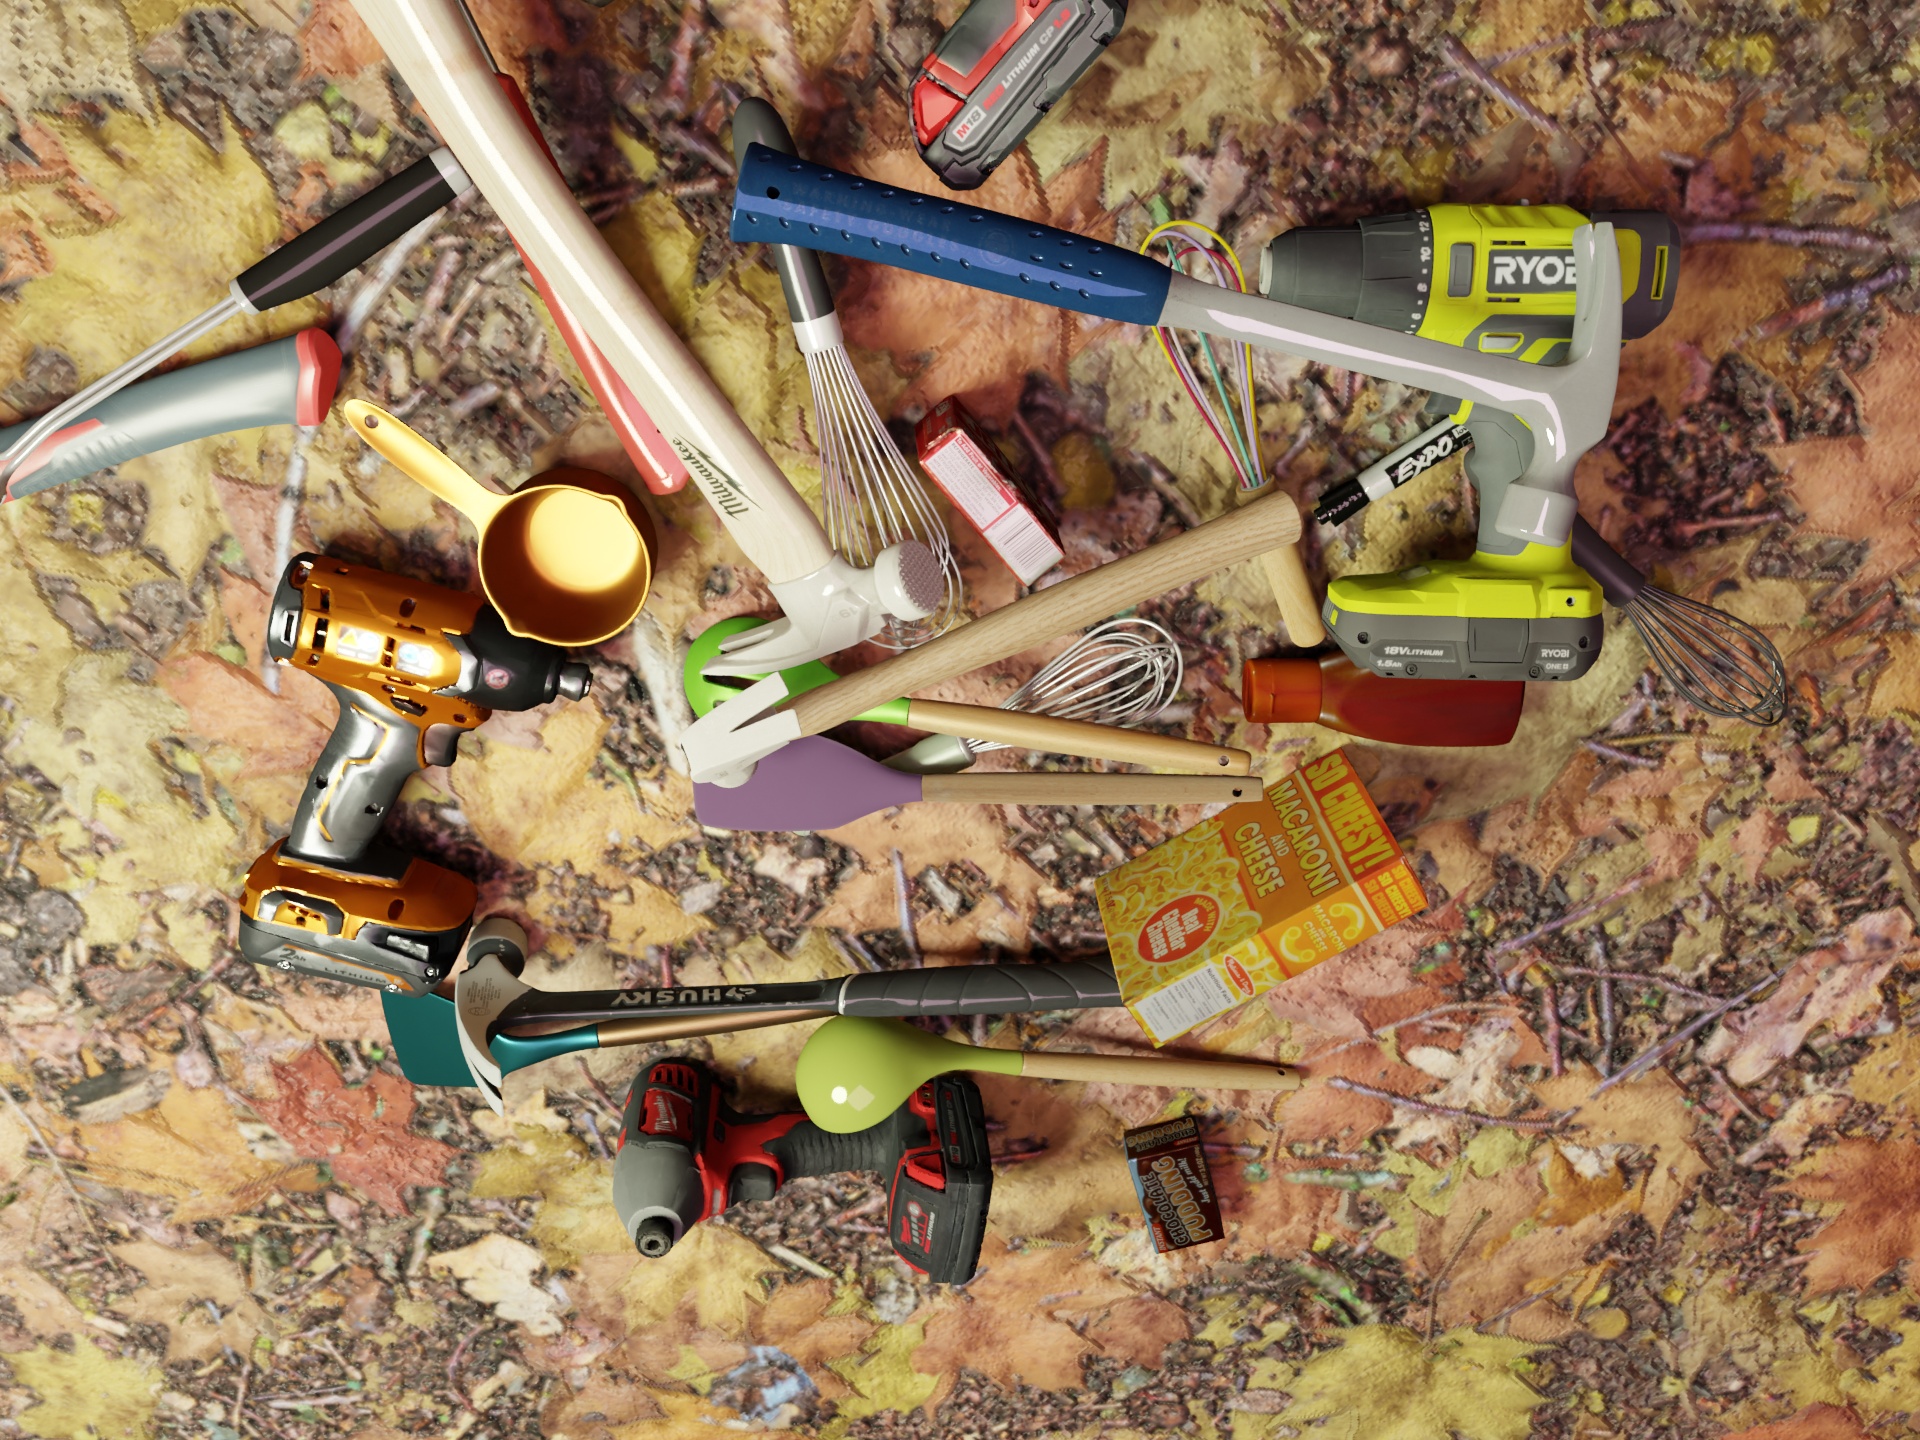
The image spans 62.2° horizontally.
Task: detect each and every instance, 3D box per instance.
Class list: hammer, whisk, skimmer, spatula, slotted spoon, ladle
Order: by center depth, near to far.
[{"bbox_3d":[0.102,-0.192,0.709,0.405,0.035,0.144,12,101,-7],"label":"hammer"},{"bbox_3d":[-0.171,-0.192,0.723,0.146,0.038,0.410,-16,120,35],"label":"hammer"},{"bbox_3d":[-0.400,-0.182,0.732,0.363,0.127,0.090,-33,147,-2],"label":"skimmer"},{"bbox_3d":[-0.218,-0.261,0.732,0.149,0.037,0.358,-23,121,2],"label":"hammer"},{"bbox_3d":[-0.062,-0.162,0.790,0.070,0.070,0.284,-14,115,5],"label":"whisk"},{"bbox_3d":[0.017,-0.042,0.793,0.331,0.130,0.031,-23,86,-4],"label":"hammer"},{"bbox_3d":[-0.503,-0.141,0.807,0.386,0.038,0.143,-17,113,6],"label":"hammer"},{"bbox_3d":[0.150,-0.143,0.825,0.047,0.051,0.244,-24,116,3],"label":"whisk"},{"bbox_3d":[-0.001,-0.003,0.853,0.314,0.031,0.070,9,96,6],"label":"slotted spoon"},{"bbox_3d":[0.363,-0.074,0.863,0.239,0.055,0.055,36,109,-12],"label":"whisk"},{"bbox_3d":[0.005,0.035,0.869,0.316,0.018,0.059,1,104,9],"label":"spatula"},{"bbox_3d":[0.010,0.010,0.892,0.246,0.057,0.059,-24,79,12],"label":"whisk"},{"bbox_3d":[-0.083,0.161,0.921,0.409,0.149,0.036,-1,115,-9],"label":"hammer"},{"bbox_3d":[-0.194,0.181,0.974,0.317,0.044,0.082,-7,115,-4],"label":"spatula"},{"bbox_3d":[0.058,0.220,0.978,0.320,0.078,0.062,7,125,-15],"label":"ladle"}]

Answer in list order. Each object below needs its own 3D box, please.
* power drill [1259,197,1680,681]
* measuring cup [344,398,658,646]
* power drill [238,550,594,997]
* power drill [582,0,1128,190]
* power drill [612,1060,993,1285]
[{"bbox_3d":[0.242,-0.140,0.791,0.190,0.080,0.228,1,104,4],"label":"power drill"},{"bbox_3d":[-0.234,-0.113,0.821,0.173,0.052,0.095,38,108,-15],"label":"measuring cup"},{"bbox_3d":[-0.300,0.033,0.872,0.164,0.084,0.226,14,110,-9],"label":"power drill"},{"bbox_3d":[-0.055,-0.341,0.709,0.226,0.080,0.188,41,114,-14],"label":"power drill"},{"bbox_3d":[-0.097,0.271,0.953,0.219,0.143,0.078,6,112,-7],"label":"power drill"}]
